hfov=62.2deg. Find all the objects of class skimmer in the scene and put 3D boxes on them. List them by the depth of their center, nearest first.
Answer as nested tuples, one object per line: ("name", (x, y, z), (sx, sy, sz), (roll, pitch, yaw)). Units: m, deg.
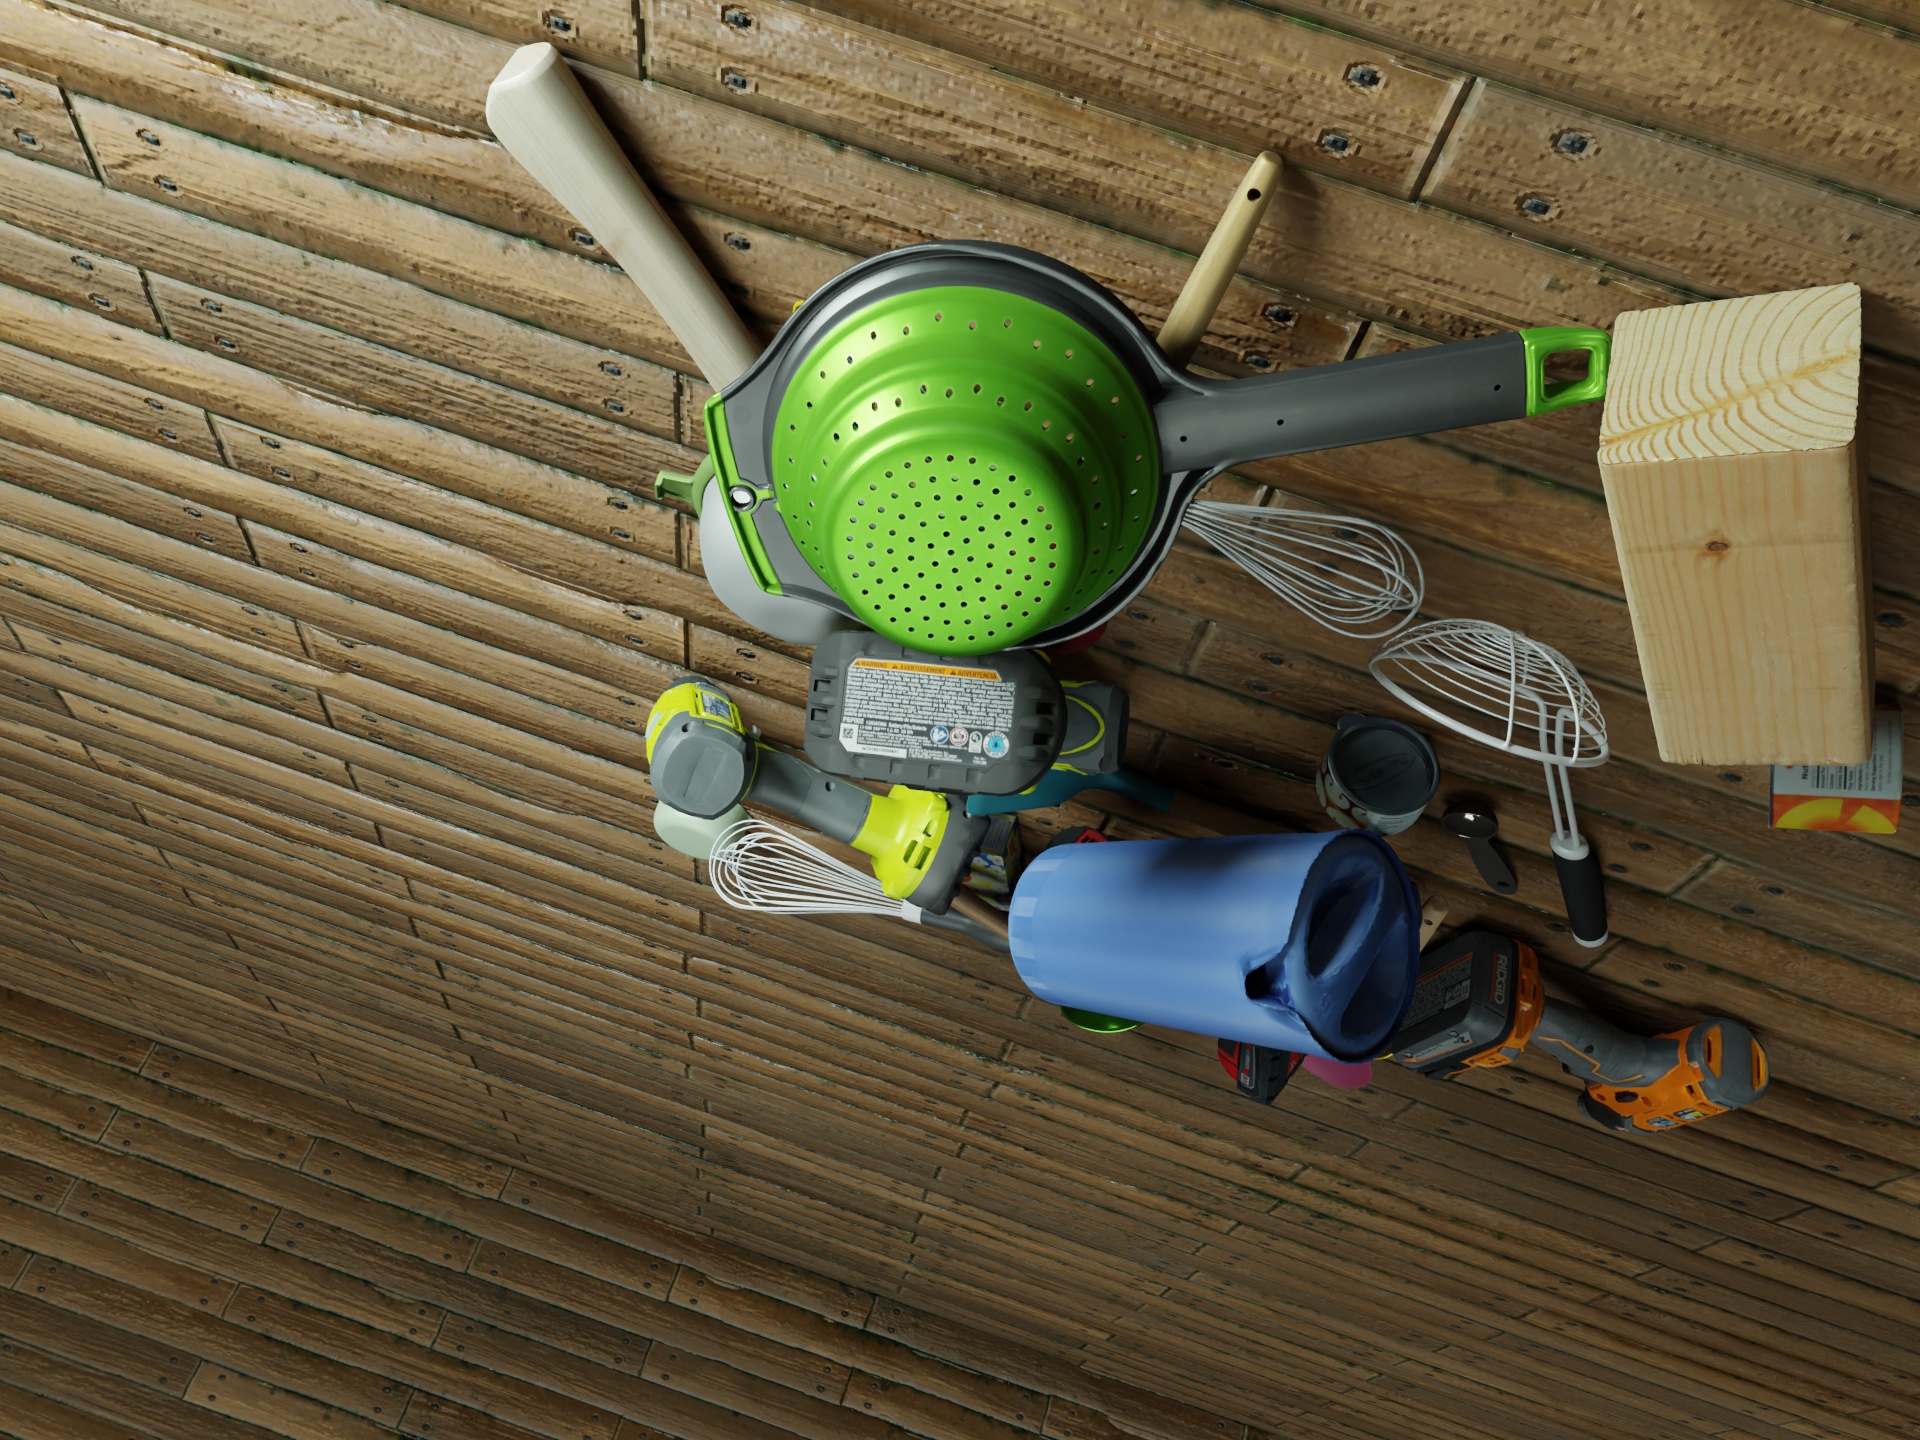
("skimmer", (0.324, 0.061, 0.914), (0.127, 0.090, 0.362), (38, 169, 41))

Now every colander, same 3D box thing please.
("colander", (0.079, -0.106, 0.680), (0.397, 0.095, 0.204), (-8, 123, 10))

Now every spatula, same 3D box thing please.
("spatula", (0.164, 0.069, 1.059), (0.317, 0.044, 0.082), (19, 112, -4))
("spatula", (-0.068, 0.090, 1.188), (0.316, 0.018, 0.059), (31, 156, 11))

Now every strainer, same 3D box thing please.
("strainer", (-0.045, -0.087, 0.824), (0.256, 0.069, 0.151), (-9, 142, 43))

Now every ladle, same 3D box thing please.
("ladle", (0.080, -0.132, 0.759), (0.069, 0.031, 0.315), (28, 137, 2))

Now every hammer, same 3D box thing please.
("hammer", (-0.101, -0.171, 0.841), (0.146, 0.038, 0.410), (-2, 143, 30))

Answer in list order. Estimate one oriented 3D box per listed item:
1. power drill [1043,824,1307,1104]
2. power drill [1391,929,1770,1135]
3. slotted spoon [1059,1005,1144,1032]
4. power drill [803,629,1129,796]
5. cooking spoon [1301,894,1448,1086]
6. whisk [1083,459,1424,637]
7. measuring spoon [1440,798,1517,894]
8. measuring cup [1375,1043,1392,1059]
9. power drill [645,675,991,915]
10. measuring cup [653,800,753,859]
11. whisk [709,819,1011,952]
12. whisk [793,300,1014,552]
("power drill", (0.154, 0.174, 1.155), (0.220, 0.078, 0.143), (32, 155, 25))
("power drill", (0.430, 0.237, 1.143), (0.226, 0.084, 0.164), (20, 150, -8))
("slotted spoon", (0.229, 0.236, 1.306), (0.314, 0.031, 0.070), (-2, 125, 28))
("power drill", (-0.001, -0.003, 0.906), (0.171, 0.080, 0.223), (6, 180, 12))
("cooking spoon", (0.286, 0.194, 1.110), (0.069, 0.017, 0.318), (31, 153, 15))
("whisk", (0.119, -0.105, 0.813), (0.246, 0.059, 0.058), (22, 177, 5))
("measuring spoon", (0.336, 0.080, 1.015), (0.034, 0.018, 0.124), (0, 151, 33))
("measuring cup", (0.278, 0.221, 1.253), (0.157, 0.029, 0.062), (12, 115, 36))
("power drill", (-0.107, 0.040, 1.089), (0.228, 0.080, 0.191), (24, -171, -16))
("measuring cup", (-0.214, 0.064, 1.274), (0.083, 0.038, 0.167), (16, 151, 6))
("whisk", (-0.064, 0.134, 1.220), (0.285, 0.070, 0.070), (12, 149, 16))
("whisk", (-0.010, -0.134, 0.843), (0.047, 0.051, 0.244), (-12, 140, 33))
